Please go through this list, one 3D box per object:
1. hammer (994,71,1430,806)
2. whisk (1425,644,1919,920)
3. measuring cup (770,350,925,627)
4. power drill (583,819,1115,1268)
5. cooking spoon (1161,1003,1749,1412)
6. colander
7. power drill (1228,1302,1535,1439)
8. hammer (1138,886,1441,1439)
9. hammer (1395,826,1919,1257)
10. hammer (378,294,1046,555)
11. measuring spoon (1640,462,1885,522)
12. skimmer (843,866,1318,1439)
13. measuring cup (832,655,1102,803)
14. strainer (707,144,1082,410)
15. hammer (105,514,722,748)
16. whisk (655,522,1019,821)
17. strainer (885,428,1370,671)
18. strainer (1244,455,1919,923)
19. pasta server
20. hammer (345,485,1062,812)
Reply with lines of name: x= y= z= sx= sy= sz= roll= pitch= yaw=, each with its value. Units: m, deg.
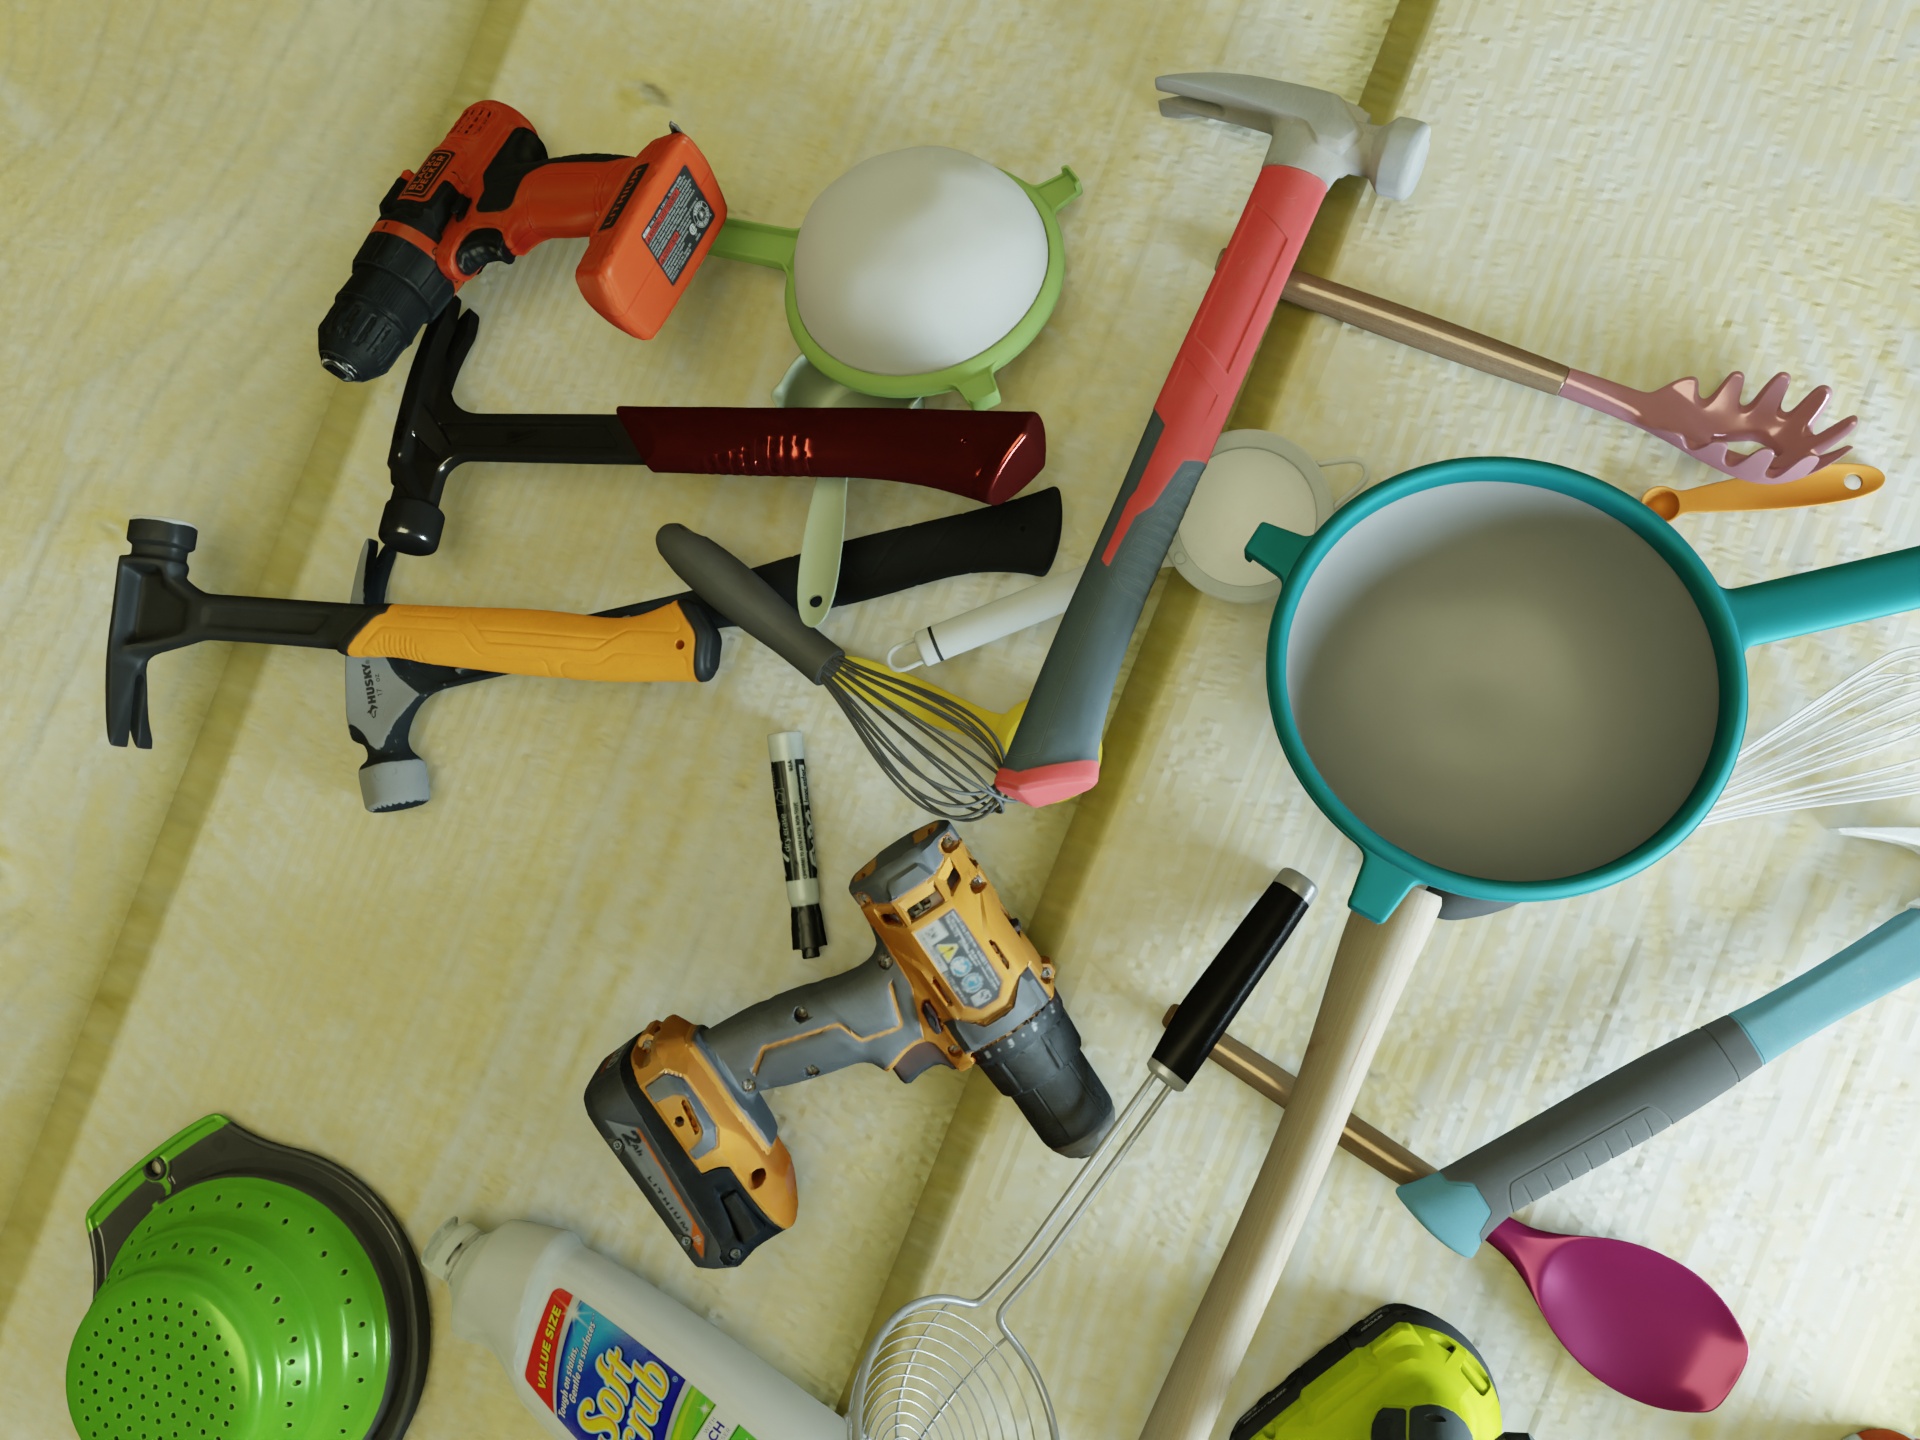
hammer: x=0.093 y=-0.143 z=0.782 sx=0.143 sy=0.038 sz=0.386 roll=21 pitch=81 yaw=19
whisk: x=0.359 y=0.037 z=0.762 sx=0.284 sy=0.070 sz=0.070 roll=-23 pitch=84 yaw=12
measuring cup: x=-0.061 y=-0.121 z=0.825 sx=0.083 sy=0.038 sz=0.168 roll=2 pitch=72 yaw=14
power drill: x=-0.049 y=0.183 z=0.803 sx=0.226 sy=0.084 sz=0.185 roll=-34 pitch=96 yaw=2
cooking spoon: x=0.238 y=0.233 z=0.788 sx=0.319 sy=0.017 sz=0.069 roll=32 pitch=89 yaw=9
colander: x=-0.347 y=0.401 z=0.832 sx=0.204 sy=0.094 sz=0.397 roll=-38 pitch=82 yaw=5
power drill: x=0.178 y=0.349 z=0.687 sx=0.171 sy=0.223 sz=0.080 roll=-40 pitch=82 yaw=5
hammer: x=0.133 y=0.266 z=0.739 sx=0.038 sy=0.146 sz=0.410 roll=23 pitch=90 yaw=-5
hammer: x=0.362 y=0.160 z=0.757 sx=0.331 sy=0.033 sz=0.128 roll=-31 pitch=82 yaw=2
hammer: x=-0.131 y=-0.152 z=0.815 sx=0.359 sy=0.036 sz=0.149 roll=4 pitch=73 yaw=19
measuring spoon: x=0.396 y=-0.112 z=0.788 sx=0.117 sy=0.011 sz=0.021 roll=-7 pitch=78 yaw=5
skimmer: x=0.077 y=0.224 z=0.743 sx=0.127 sy=0.090 sz=0.363 roll=42 pitch=78 yaw=-20
measuring cup: x=-0.001 y=-0.003 z=0.832 sx=0.156 sy=0.029 sz=0.062 roll=21 pitch=90 yaw=8
strainer: x=-0.074 y=-0.257 z=0.822 sx=0.256 sy=0.069 sz=0.151 roll=15 pitch=71 yaw=17
hammer: x=-0.292 y=-0.039 z=0.842 sx=0.337 sy=0.034 sz=0.127 roll=3 pitch=84 yaw=9
whisk: x=-0.065 y=-0.028 z=0.804 sx=0.239 sy=0.055 sz=0.055 roll=38 pitch=93 yaw=14
strainer: x=0.081 y=-0.078 z=0.809 sx=0.258 sy=0.050 sz=0.087 roll=-21 pitch=89 yaw=4
strainer: x=0.310 y=-0.026 z=0.756 sx=0.340 sy=0.095 sz=0.211 roll=-13 pitch=73 yaw=0
pasta server: x=0.278 y=-0.185 z=0.795 sx=0.316 sy=0.040 sz=0.060 roll=23 pitch=56 yaw=11
hammer: x=-0.143 y=-0.064 z=0.857 sx=0.409 sy=0.036 sz=0.149 roll=-13 pitch=84 yaw=8
